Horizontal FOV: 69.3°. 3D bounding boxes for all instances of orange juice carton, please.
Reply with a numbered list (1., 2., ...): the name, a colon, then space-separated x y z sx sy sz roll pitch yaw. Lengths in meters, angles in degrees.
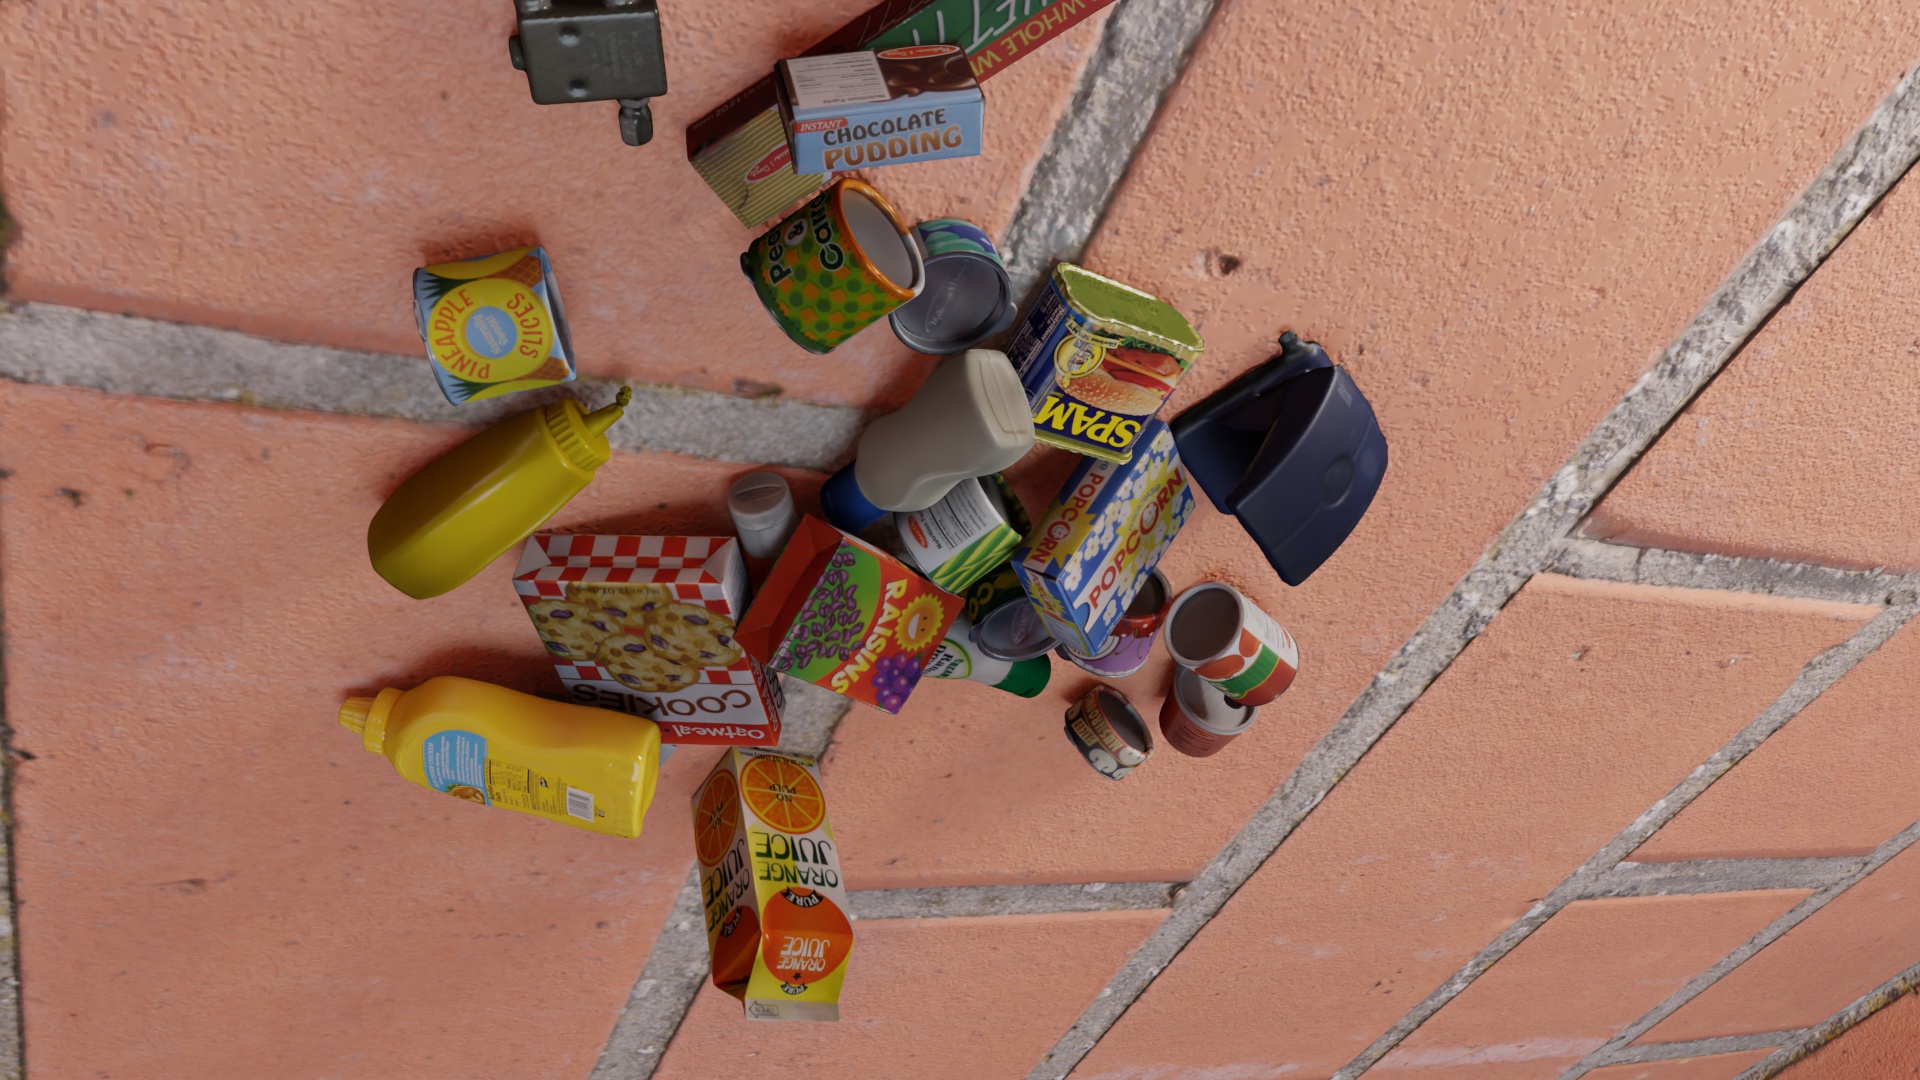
1. orange juice carton: -0.130 0.243 0.962 0.072 0.193 0.072 16 127 -32

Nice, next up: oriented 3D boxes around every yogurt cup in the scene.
1. yogurt cup: 0.186 0.129 1.058 0.072 0.073 0.053 -1 144 -19

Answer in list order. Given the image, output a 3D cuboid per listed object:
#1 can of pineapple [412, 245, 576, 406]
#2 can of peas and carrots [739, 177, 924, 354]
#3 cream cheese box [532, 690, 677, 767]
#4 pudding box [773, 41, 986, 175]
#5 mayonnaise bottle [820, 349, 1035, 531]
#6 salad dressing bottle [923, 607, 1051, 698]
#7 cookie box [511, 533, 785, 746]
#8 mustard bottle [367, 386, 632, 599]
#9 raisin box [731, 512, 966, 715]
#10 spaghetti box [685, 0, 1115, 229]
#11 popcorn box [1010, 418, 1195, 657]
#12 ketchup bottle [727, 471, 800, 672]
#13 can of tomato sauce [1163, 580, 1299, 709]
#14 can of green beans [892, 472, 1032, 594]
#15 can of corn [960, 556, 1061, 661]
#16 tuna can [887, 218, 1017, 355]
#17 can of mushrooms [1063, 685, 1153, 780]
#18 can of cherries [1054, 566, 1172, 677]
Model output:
1. can of pineapple: -0.217 -0.101 0.651 0.058 0.071 0.070 -13 138 -8
2. can of peas and carrots: -0.061 -0.134 0.670 0.058 0.071 0.071 -28 139 26
3. cream cheese box: -0.248 0.134 0.929 0.104 0.024 0.053 20 124 -36
4. pudding box: -0.035 -0.186 0.597 0.084 0.050 0.030 -10 139 -10
5. mayonnaise bottle: -0.023 -0.048 0.771 0.041 0.065 0.147 -5 162 -43
6. salad dressing bottle: -0.002 0.072 0.938 0.147 0.044 0.064 21 138 -37
7. cookie box: -0.181 0.063 0.839 0.123 0.040 0.166 1 139 7
8. mustard bottle: -0.234 -0.031 0.726 0.160 0.065 0.048 -32 133 8
9. raisin box: -0.062 0.046 0.818 0.123 0.040 0.086 31 89 -50
10. spaghetti box: -0.008 -0.226 0.625 0.250 0.029 0.050 -29 138 11
11. popcorn box: 0.089 -0.005 0.844 0.127 0.038 0.085 -54 143 -20
12. ketchup bottle: -0.106 0.022 0.845 0.065 0.044 0.148 -12 138 -1
13. can of tomato sauce: 0.193 0.076 0.999 0.071 0.071 0.083 -37 135 20
14. can of green beans: 0.002 -0.010 0.834 0.057 0.071 0.071 -35 136 17
15. can of corn: 0.032 0.036 0.901 0.071 0.058 0.070 -11 138 -10
16. tuna can: -0.006 -0.132 0.725 0.071 0.033 0.070 -11 138 -10
17. can of mushrooms: 0.111 0.143 1.041 0.033 0.071 0.071 -41 134 23
18. can of cherries: 0.101 0.050 0.935 0.071 0.072 0.058 -1 136 -19
